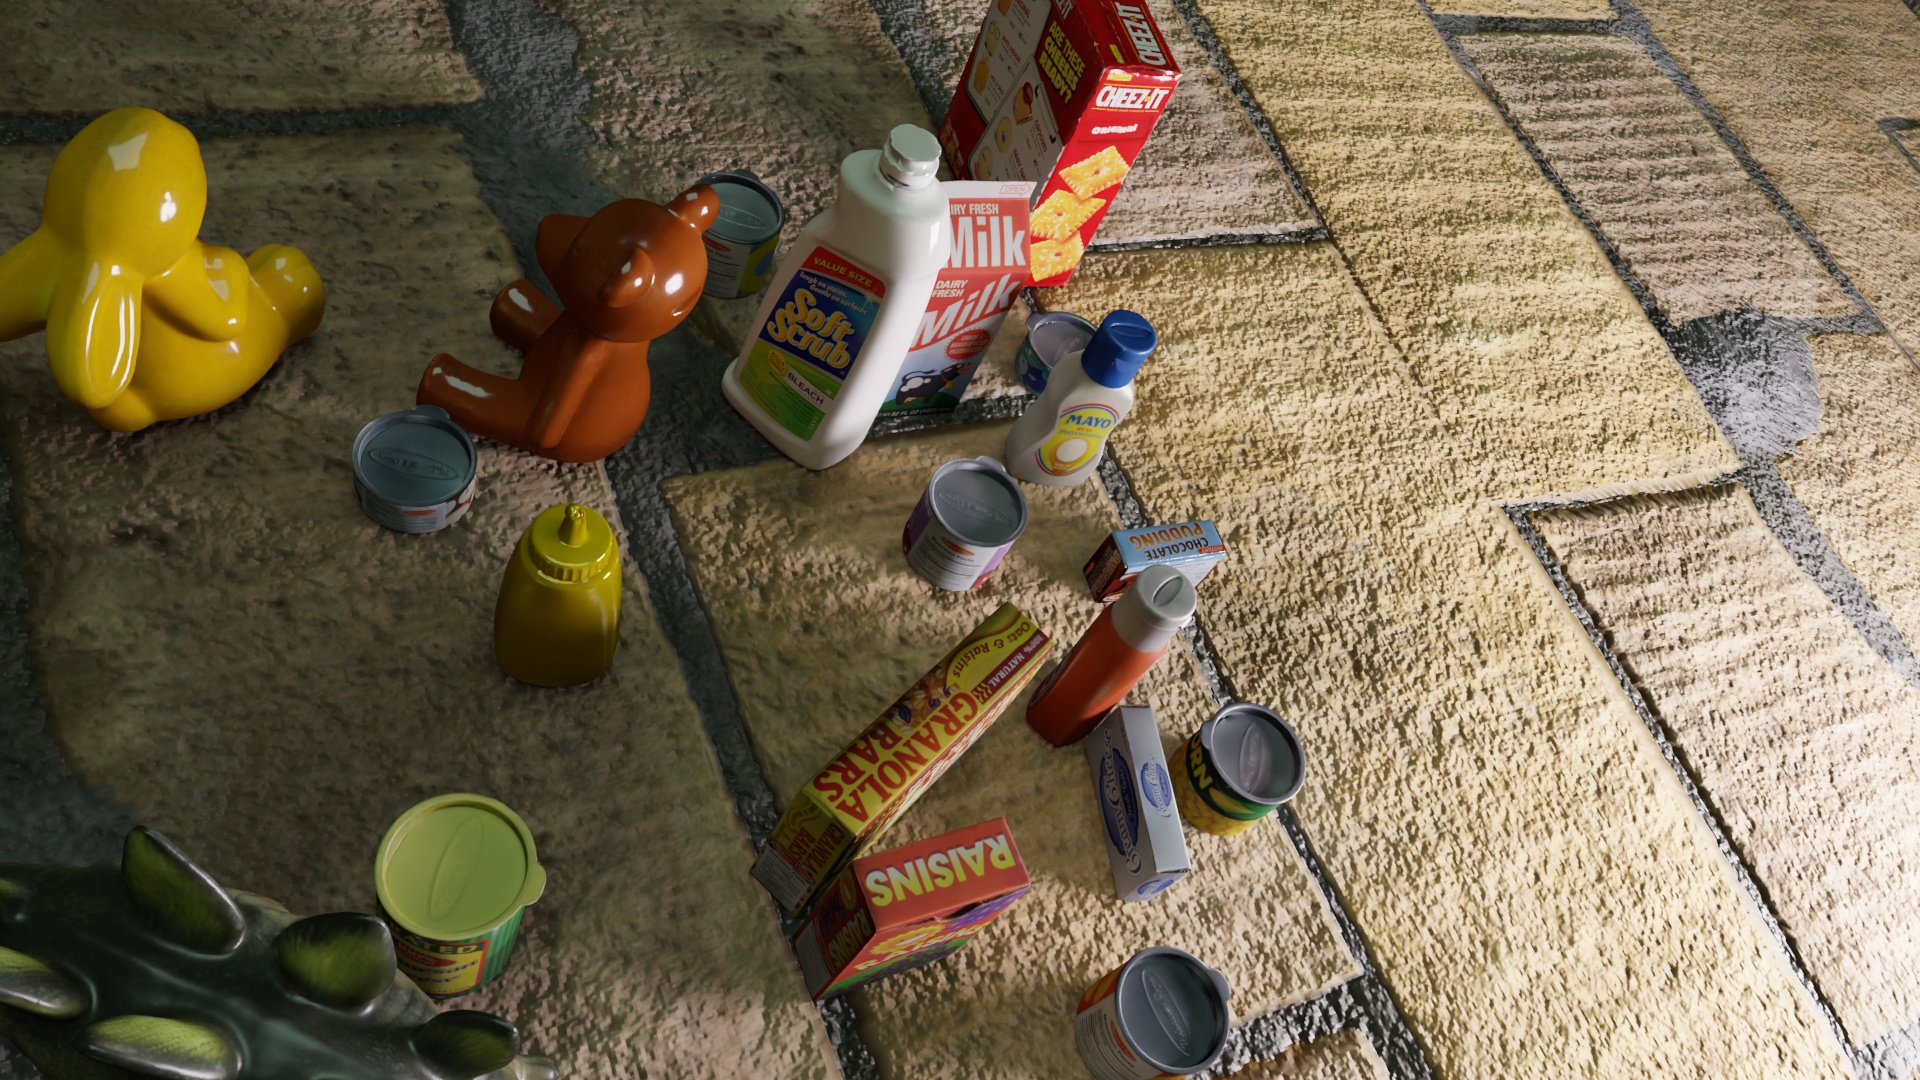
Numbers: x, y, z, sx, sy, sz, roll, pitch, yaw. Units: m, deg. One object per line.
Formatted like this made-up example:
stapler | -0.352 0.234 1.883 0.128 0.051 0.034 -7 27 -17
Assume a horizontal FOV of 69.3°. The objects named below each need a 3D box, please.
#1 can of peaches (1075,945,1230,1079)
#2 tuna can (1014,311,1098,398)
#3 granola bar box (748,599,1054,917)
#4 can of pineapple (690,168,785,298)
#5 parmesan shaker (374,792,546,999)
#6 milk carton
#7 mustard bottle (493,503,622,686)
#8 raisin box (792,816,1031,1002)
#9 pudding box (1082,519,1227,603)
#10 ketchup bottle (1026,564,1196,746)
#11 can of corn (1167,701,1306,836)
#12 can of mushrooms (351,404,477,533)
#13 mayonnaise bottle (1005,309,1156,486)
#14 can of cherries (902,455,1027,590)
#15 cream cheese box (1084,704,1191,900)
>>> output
can of peaches | 0.104 0.259 0.748 0.071 0.057 0.071 11 55 -16
tuna can | 0.073 -0.134 1.016 0.071 0.032 0.071 11 55 -16
granola bar box | -0.031 0.117 0.746 0.039 0.123 0.166 43 53 9
can of pineapple | -0.158 -0.211 0.956 0.071 0.057 0.071 11 55 -16
parmesan shaker | -0.232 0.168 0.642 0.071 0.102 0.071 11 55 -16
milk carton | -0.016 -0.164 0.900 0.072 0.189 0.073 -8 62 -27
mustard bottle | -0.203 0.023 0.716 0.065 0.159 0.049 5 56 -19
raisin box | -0.028 0.188 0.700 0.086 0.122 0.040 -10 62 -27
pudding box | 0.130 0.014 0.929 0.084 0.049 0.030 -7 61 -26
ketchup bottle | 0.090 0.067 0.814 0.043 0.148 0.065 43 53 9
can of corn | 0.166 0.140 0.853 0.071 0.058 0.071 11 55 -16
can of mushrooms | -0.311 -0.041 0.794 0.071 0.033 0.071 11 55 -16
mayonnaise bottle | 0.081 -0.092 0.918 0.065 0.147 0.041 6 56 -19
can of cherries | 0.003 -0.011 0.888 0.071 0.058 0.072 11 55 -16
cream cheese box | 0.103 0.155 0.821 0.024 0.053 0.104 3 57 -21
